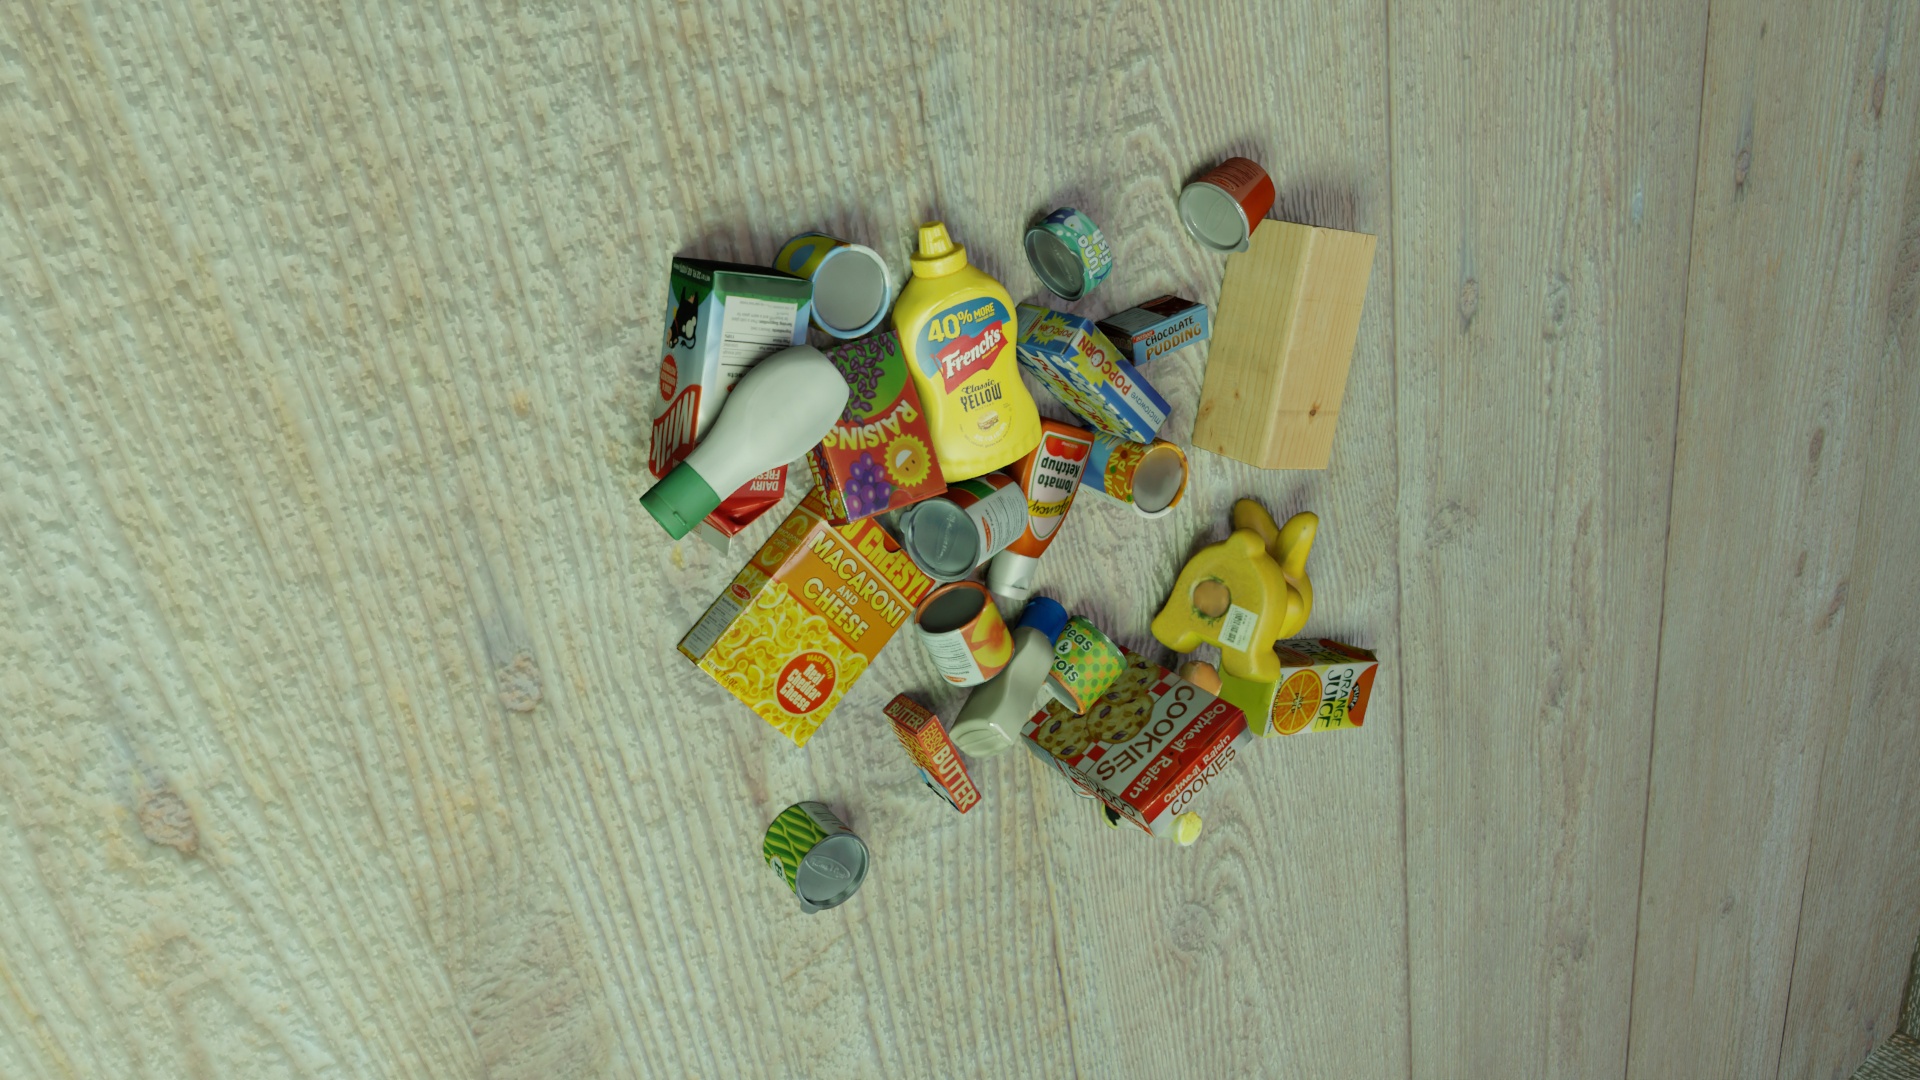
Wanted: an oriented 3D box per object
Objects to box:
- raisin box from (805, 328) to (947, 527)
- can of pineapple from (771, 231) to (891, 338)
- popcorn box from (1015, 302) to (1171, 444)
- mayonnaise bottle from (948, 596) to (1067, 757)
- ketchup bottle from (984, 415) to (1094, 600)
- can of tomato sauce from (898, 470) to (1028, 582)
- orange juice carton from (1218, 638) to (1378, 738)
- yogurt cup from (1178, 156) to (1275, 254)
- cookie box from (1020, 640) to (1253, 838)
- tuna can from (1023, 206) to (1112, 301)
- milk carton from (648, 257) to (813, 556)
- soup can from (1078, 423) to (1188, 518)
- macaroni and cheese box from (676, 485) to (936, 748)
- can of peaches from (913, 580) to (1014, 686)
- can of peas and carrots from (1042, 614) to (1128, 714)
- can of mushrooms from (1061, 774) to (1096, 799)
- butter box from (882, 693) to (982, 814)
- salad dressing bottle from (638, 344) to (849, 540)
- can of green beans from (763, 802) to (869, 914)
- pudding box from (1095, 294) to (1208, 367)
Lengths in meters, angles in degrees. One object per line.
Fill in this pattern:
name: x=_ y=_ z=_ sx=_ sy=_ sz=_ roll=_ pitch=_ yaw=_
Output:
raisin box: x=-0.069 y=-0.080 z=0.998 sx=0.086 sy=0.040 sz=0.123 roll=-21 pitch=96 yaw=-30
can of pineapple: x=-0.091 y=-0.175 z=0.962 sx=0.071 sy=0.058 sz=0.070 roll=-14 pitch=115 yaw=-31
popcorn box: x=0.098 y=-0.131 z=1.096 sx=0.126 sy=0.085 sz=0.038 roll=39 pitch=82 yaw=-38
mayonnaise bottle: x=0.045 y=0.109 z=1.139 sx=0.041 sy=0.064 sz=0.149 roll=45 pitch=50 yaw=-16
ketchup bottle: x=0.059 y=-0.027 z=1.134 sx=0.065 sy=0.043 sz=0.148 roll=12 pitch=100 yaw=-36
can of tomato sauce: x=0.004 y=-0.013 z=1.068 sx=0.083 sy=0.071 sz=0.071 roll=-33 pitch=128 yaw=-55
orange juice carton: x=0.347 y=0.144 z=1.384 sx=0.193 sy=0.073 sz=0.071 roll=0 pitch=106 yaw=-36
yogurt cup: x=0.222 y=-0.279 z=1.145 sx=0.054 sy=0.072 sz=0.072 roll=-45 pitch=127 yaw=-23
cookie box: x=0.148 y=0.165 z=1.189 sx=0.123 sy=0.167 sz=0.040 roll=-42 pitch=126 yaw=-16
tuna can: x=0.084 y=-0.219 z=1.062 sx=0.033 sy=0.071 sz=0.070 roll=-39 pitch=125 yaw=-19
milk carton: x=-0.159 y=-0.089 z=0.937 sx=0.073 sy=0.072 sz=0.190 roll=0 pitch=106 yaw=-35
soup can: x=0.139 y=-0.063 z=1.151 sx=0.071 sy=0.084 sz=0.071 roll=-13 pitch=114 yaw=-31
macaroni and cheese box: x=-0.111 y=0.056 z=1.045 sx=0.167 sy=0.040 sz=0.123 roll=-51 pitch=128 yaw=-10
can of peaches: x=0.004 y=0.073 z=1.119 sx=0.071 sy=0.071 sz=0.057 roll=-39 pitch=125 yaw=-18
can of peas and carrots: x=0.100 y=0.106 z=1.198 sx=0.059 sy=0.071 sz=0.070 roll=-45 pitch=127 yaw=-13
can of mushrooms: x=0.120 y=0.194 z=1.247 sx=0.071 sy=0.071 sz=0.033 roll=-45 pitch=126 yaw=-14
butter box: x=-0.023 y=0.176 z=1.145 sx=0.024 sy=0.053 sz=0.103 roll=-40 pitch=125 yaw=-19
salad dressing bottle: x=-0.138 y=-0.062 z=0.887 sx=0.148 sy=0.044 sz=0.064 roll=-44 pitch=126 yaw=-13
can of green beans: x=-0.115 y=0.250 z=1.103 sx=0.071 sy=0.058 sz=0.071 roll=-13 pitch=114 yaw=-31
pudding box: x=0.159 y=-0.174 z=1.147 sx=0.084 sy=0.050 sz=0.030 roll=-25 pitch=121 yaw=-26
